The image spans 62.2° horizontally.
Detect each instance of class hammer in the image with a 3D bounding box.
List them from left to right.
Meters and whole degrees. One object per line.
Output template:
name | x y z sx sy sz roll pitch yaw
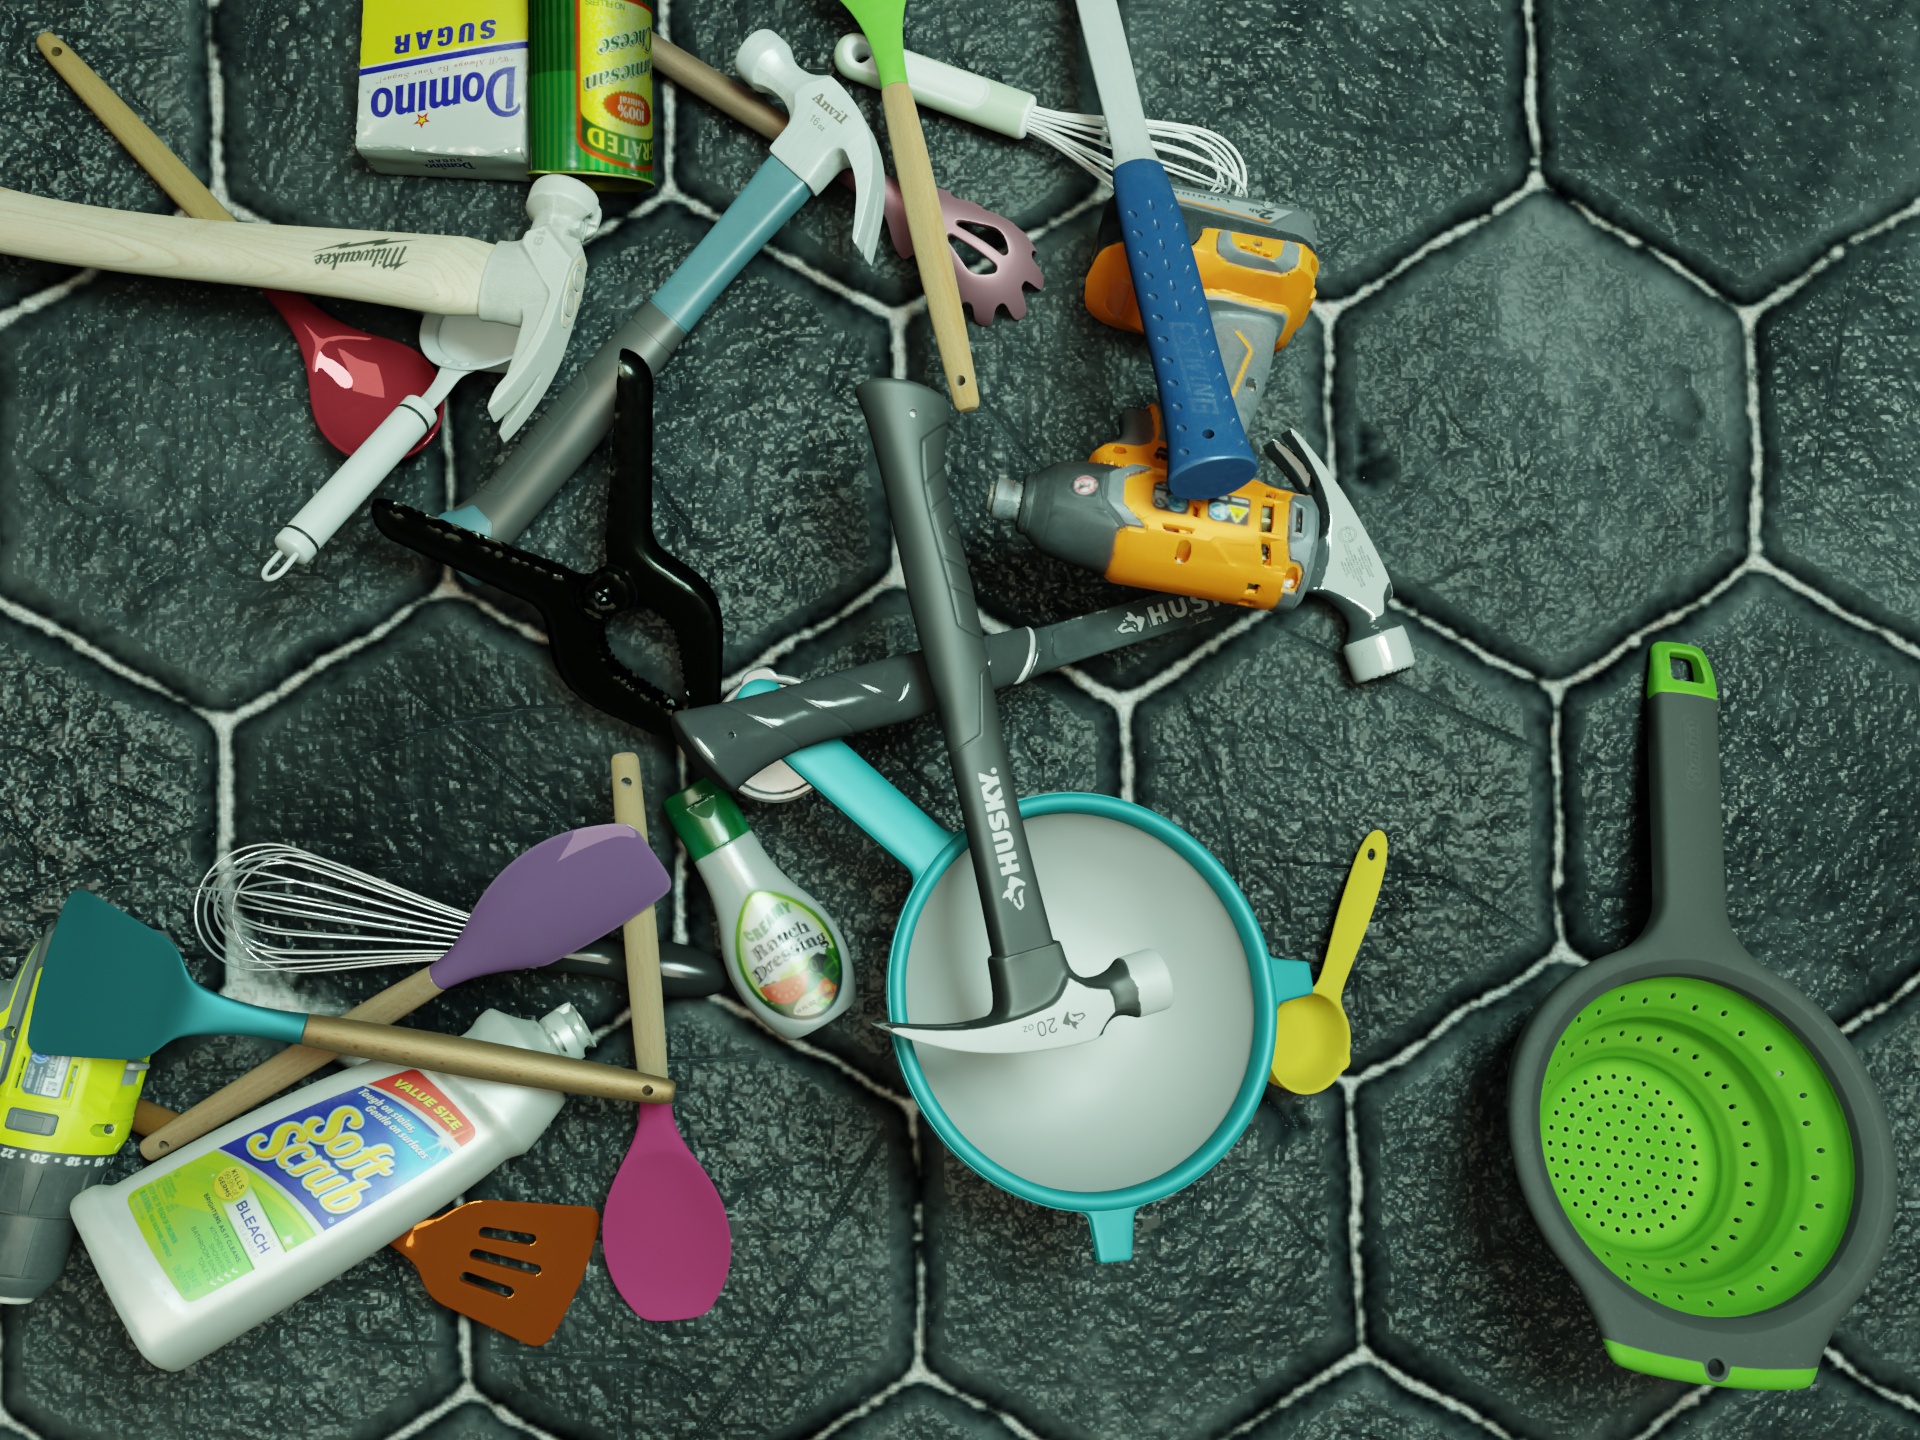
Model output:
hammer | -0.403 -0.238 0.826 0.410 0.038 0.146 8 67 4
hammer | -0.168 -0.209 0.859 0.128 0.033 0.331 43 95 12
hammer | -0.001 -0.002 0.771 0.146 0.035 0.335 -13 89 -20
hammer | 0.049 -0.044 0.832 0.409 0.036 0.149 -17 86 -21
hammer | 0.095 -0.294 0.821 0.144 0.035 0.406 -7 65 -5

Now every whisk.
whisk | -0.266 0.117 0.857 0.284 0.070 0.070 11 88 -8
whisk | 0.044 -0.334 0.889 0.246 0.059 0.058 21 89 3

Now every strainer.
strainer | -0.280 -0.165 0.833 0.087 0.050 0.258 15 57 25
strainer | 0.006 0.108 0.842 0.340 0.095 0.211 42 66 0

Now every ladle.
ladle | -0.398 -0.260 0.873 0.069 0.031 0.315 -43 89 -11

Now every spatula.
spatula | -0.359 0.247 0.862 0.322 0.041 0.081 22 87 2
spatula | -0.302 0.158 0.804 0.317 0.044 0.082 14 83 -12
spatula | -0.294 0.145 0.826 0.316 0.018 0.059 -31 105 4

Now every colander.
colander | 0.386 0.152 0.880 0.204 0.094 0.397 8 70 -2

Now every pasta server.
pasta server | -0.092 -0.324 0.893 0.316 0.040 0.060 32 87 2

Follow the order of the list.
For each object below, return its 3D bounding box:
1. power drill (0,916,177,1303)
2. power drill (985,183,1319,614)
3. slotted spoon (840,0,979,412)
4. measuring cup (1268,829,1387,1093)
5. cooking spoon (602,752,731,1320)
power drill | -0.538 0.183 0.814 0.228 0.080 0.191 11 78 -1
power drill | 0.105 -0.170 0.831 0.164 0.084 0.227 9 64 -2
slotted spoon | -0.028 -0.318 0.860 0.070 0.031 0.314 -13 85 10
measuring cup | 0.204 0.133 0.895 0.062 0.029 0.156 30 73 -22
cooking spoon | -0.165 0.174 0.849 0.068 0.017 0.319 -4 101 -4
